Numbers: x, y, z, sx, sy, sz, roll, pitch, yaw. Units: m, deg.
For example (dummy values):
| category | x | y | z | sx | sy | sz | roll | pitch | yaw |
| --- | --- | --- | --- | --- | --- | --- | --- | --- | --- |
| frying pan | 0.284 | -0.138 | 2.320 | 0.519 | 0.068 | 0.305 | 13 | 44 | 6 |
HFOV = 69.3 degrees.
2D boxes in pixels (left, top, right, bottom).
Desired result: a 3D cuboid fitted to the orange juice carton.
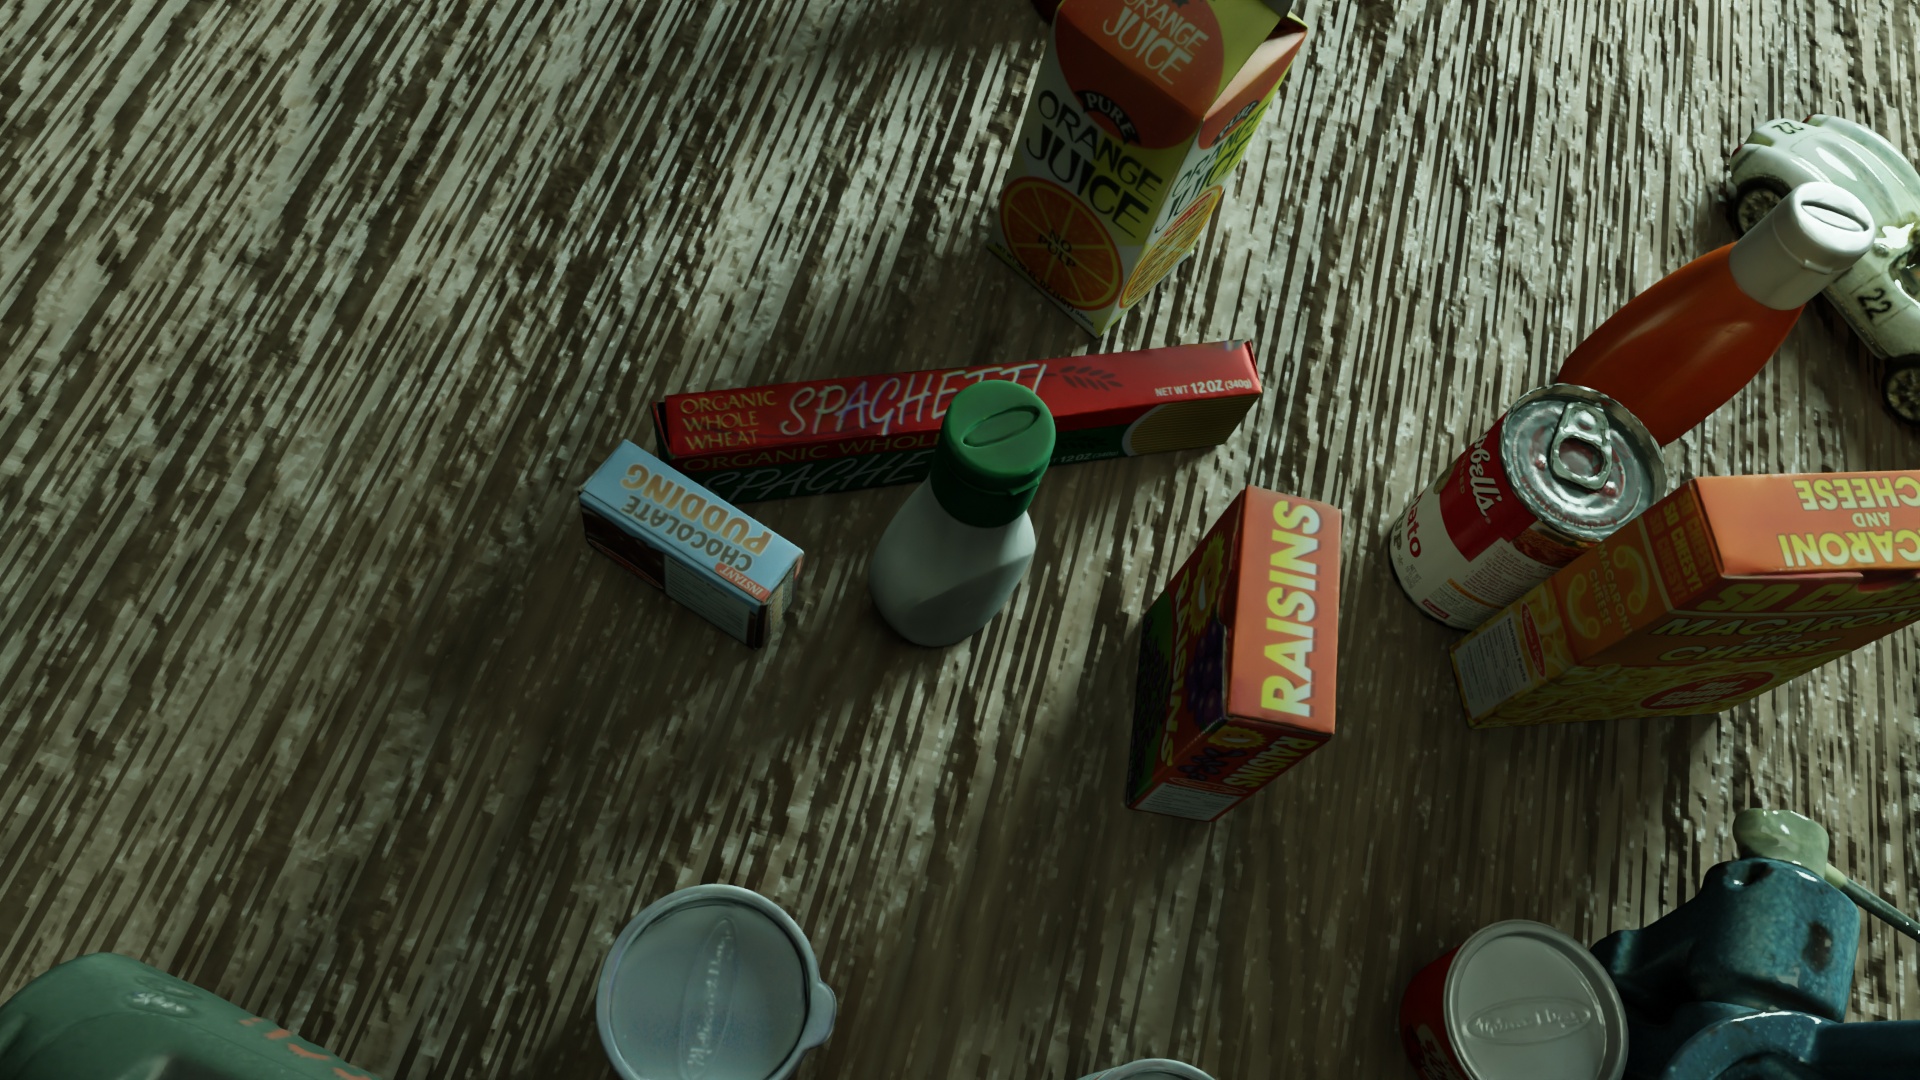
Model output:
| category | x | y | z | sx | sy | sz | roll | pitch | yaw |
| --- | --- | --- | --- | --- | --- | --- | --- | --- | --- |
| orange juice carton | 0.076 | -0.174 | 0.568 | 0.072 | 0.191 | 0.073 | 42 | 66 | 9 |

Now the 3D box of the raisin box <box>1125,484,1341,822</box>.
| category | x | y | z | sx | sy | sz | roll | pitch | yaw |
| --- | --- | --- | --- | --- | --- | --- | --- | --- | --- |
| raisin box | 0.097 | 0.046 | 0.510 | 0.040 | 0.123 | 0.086 | 12 | 64 | -5 |

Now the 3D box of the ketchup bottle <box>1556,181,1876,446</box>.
| category | x | y | z | sx | sy | sz | roll | pitch | yaw |
| --- | --- | --- | --- | --- | --- | --- | --- | --- | --- |
| ketchup bottle | 0.325 | -0.094 | 0.601 | 0.065 | 0.148 | 0.044 | 19 | 64 | -2 |

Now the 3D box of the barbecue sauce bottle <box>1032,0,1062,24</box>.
| category | x | y | z | sx | sy | sz | roll | pitch | yaw |
| --- | --- | --- | --- | --- | --- | --- | --- | --- | --- |
| barbecue sauce bottle | 0.066 | -0.316 | 0.656 | 0.044 | 0.148 | 0.065 | -9 | 68 | -14 |

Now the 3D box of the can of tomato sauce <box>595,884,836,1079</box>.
| category | x | y | z | sx | sy | sz | roll | pitch | yaw |
| --- | --- | --- | --- | --- | --- | --- | --- | --- | --- |
| can of tomato sauce | -0.079 | 0.152 | 0.451 | 0.071 | 0.082 | 0.071 | 4 | 65 | -9 |

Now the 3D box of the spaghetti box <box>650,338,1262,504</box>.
| category | x | y | z | sx | sy | sz | roll | pitch | yaw |
| --- | --- | --- | --- | --- | --- | --- | --- | --- | --- |
| spaghetti box | 0.001 | -0.049 | 0.576 | 0.250 | 0.050 | 0.029 | -7 | 68 | -14 |

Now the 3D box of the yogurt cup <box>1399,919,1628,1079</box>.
| category | x | y | z | sx | sy | sz | roll | pitch | yaw |
| --- | --- | --- | --- | --- | --- | --- | --- | --- | --- |
| yogurt cup | 0.197 | 0.177 | 0.506 | 0.072 | 0.053 | 0.072 | 4 | 65 | -9 |

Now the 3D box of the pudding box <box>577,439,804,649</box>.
| category | x | y | z | sx | sy | sz | roll | pitch | yaw |
| --- | --- | --- | --- | --- | --- | --- | --- | --- | --- |
| pudding box | -0.104 | 0.002 | 0.534 | 0.084 | 0.049 | 0.030 | 31 | 64 | 5 |

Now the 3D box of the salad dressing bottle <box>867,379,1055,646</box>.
| category | x | y | z | sx | sy | sz | roll | pitch | yaw |
| --- | --- | --- | --- | --- | --- | --- | --- | --- | --- |
| salad dressing bottle | 0.002 | -0.006 | 0.503 | 0.064 | 0.147 | 0.044 | -24 | 72 | -19 |

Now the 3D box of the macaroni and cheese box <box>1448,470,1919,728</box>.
| category | x | y | z | sx | sy | sz | roll | pitch | yaw |
| --- | --- | --- | --- | --- | --- | --- | --- | --- | --- |
| macaroni and cheese box | 0.285 | 0.028 | 0.528 | 0.124 | 0.165 | 0.040 | -2 | 67 | -11 |

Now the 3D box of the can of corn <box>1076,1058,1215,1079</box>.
| category | x | y | z | sx | sy | sz | roll | pitch | yaw |
| --- | --- | --- | --- | --- | --- | --- | --- | --- | --- |
| can of corn | 0.060 | 0.212 | 0.463 | 0.071 | 0.058 | 0.071 | 4 | 65 | -9 |
